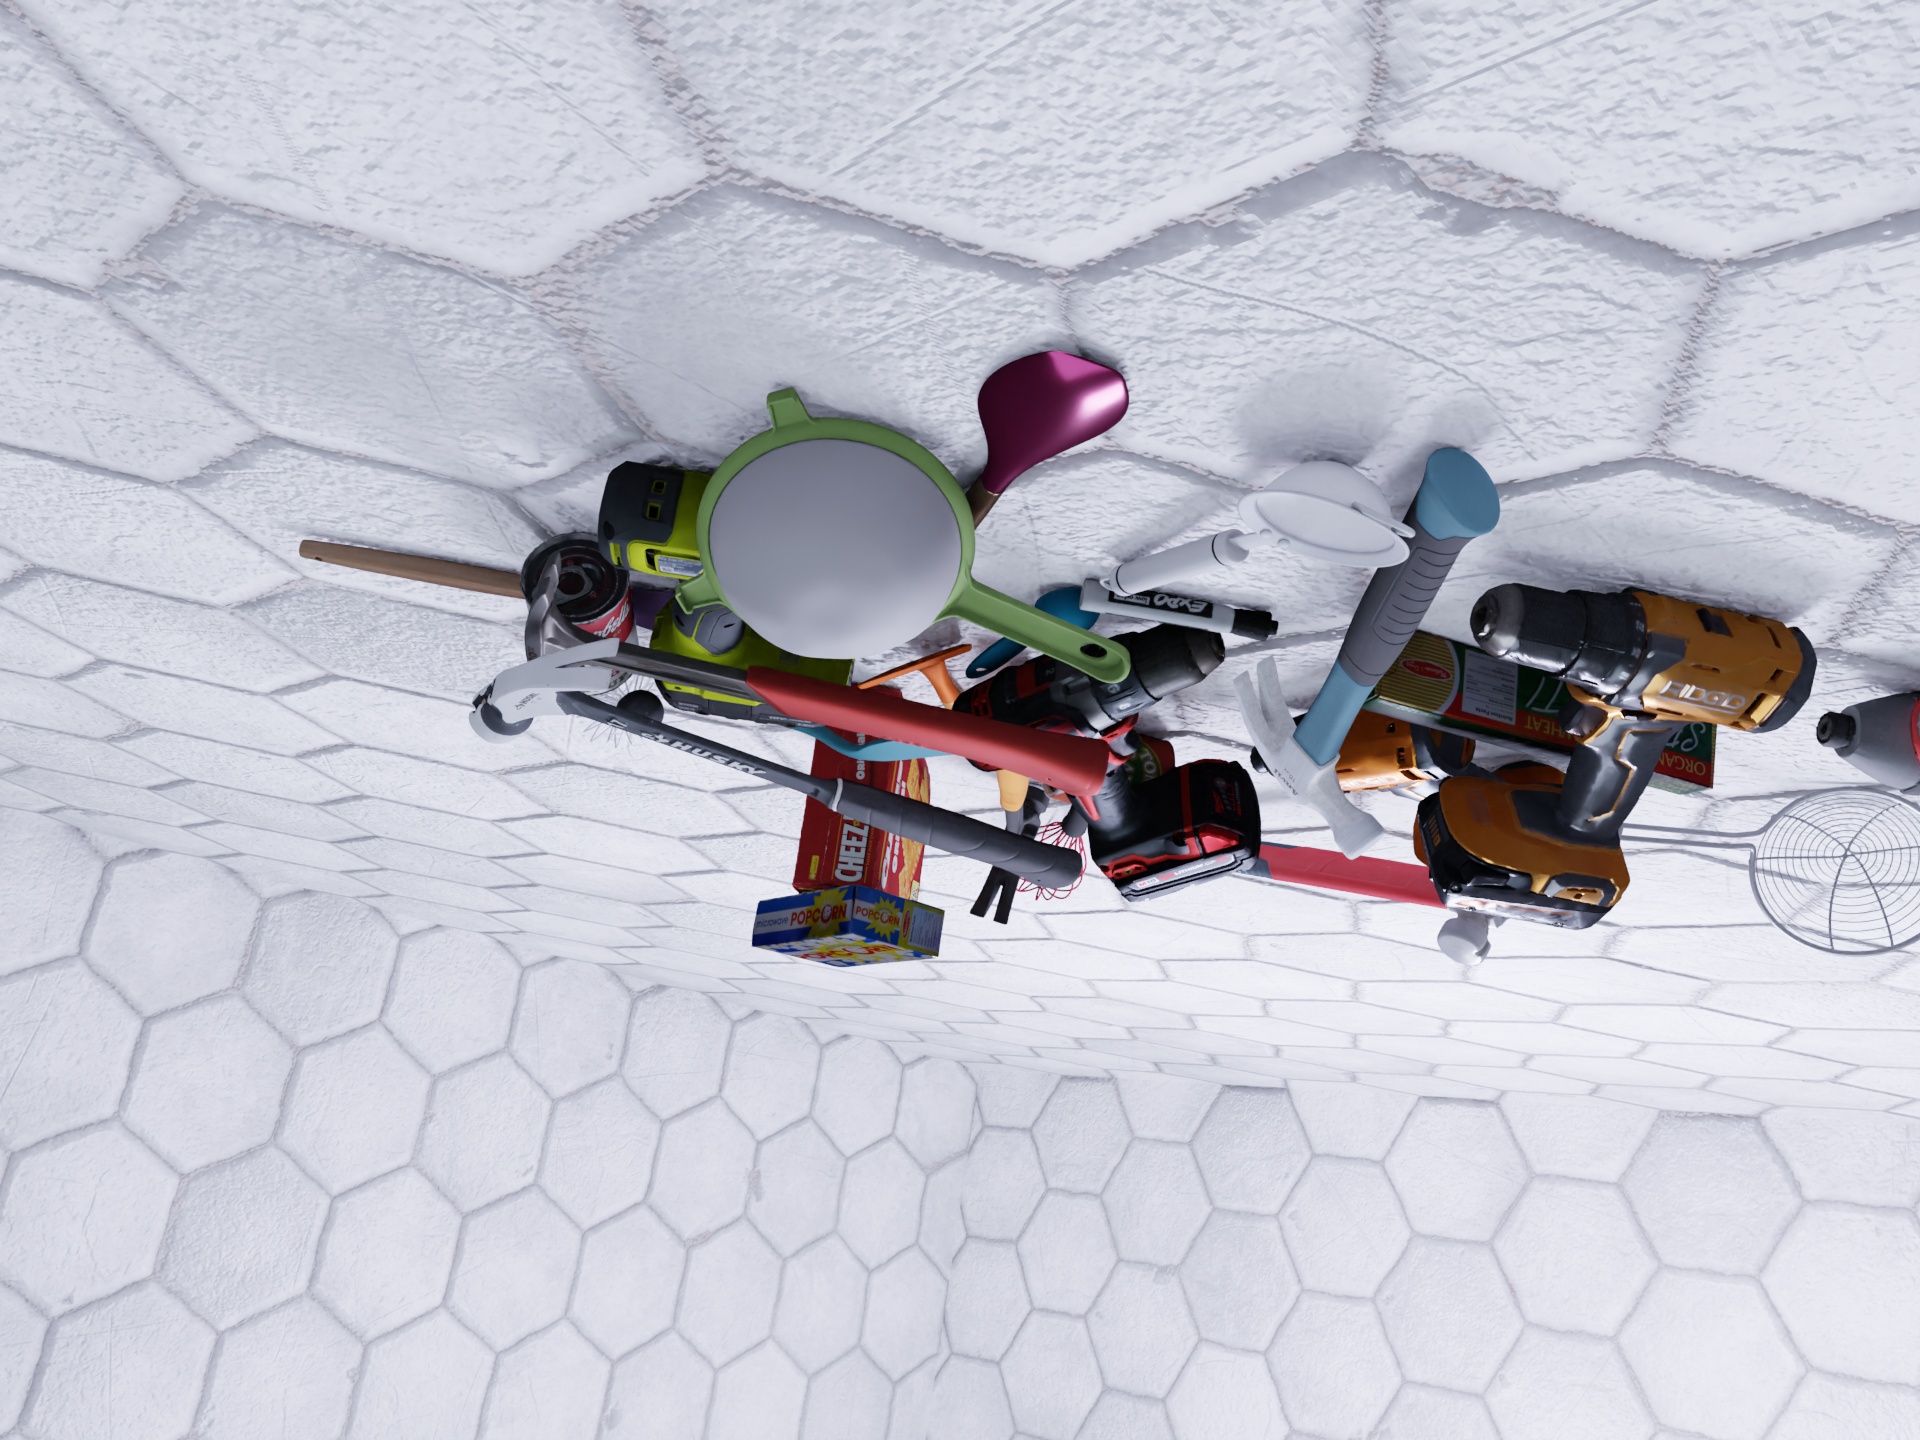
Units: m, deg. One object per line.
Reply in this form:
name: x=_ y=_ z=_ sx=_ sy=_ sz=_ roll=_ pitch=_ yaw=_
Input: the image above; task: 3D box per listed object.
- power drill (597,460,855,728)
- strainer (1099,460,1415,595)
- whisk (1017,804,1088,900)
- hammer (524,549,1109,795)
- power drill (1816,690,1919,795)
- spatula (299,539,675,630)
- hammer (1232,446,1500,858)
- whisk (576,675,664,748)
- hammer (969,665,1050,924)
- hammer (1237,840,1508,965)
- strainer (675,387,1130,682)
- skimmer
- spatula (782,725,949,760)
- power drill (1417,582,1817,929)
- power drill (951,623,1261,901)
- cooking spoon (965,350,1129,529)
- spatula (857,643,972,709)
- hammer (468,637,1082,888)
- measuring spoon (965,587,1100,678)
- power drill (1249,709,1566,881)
power drill: x=-0.123 y=-0.074 z=0.979 sx=0.171 sy=0.080 sz=0.223 roll=9 pitch=158 yaw=-2
strainer: x=0.148 y=-0.096 z=0.840 sx=0.086 sy=0.050 sz=0.258 roll=25 pitch=163 yaw=-25
whisk: x=0.099 y=0.102 z=1.445 sx=0.073 sy=0.073 sz=0.295 roll=11 pitch=155 yaw=-5
hammer: x=-0.081 y=-0.015 z=0.964 sx=0.359 sy=0.037 sz=0.149 roll=13 pitch=154 yaw=-8
power drill: x=0.574 y=-0.006 z=0.849 sx=0.143 sy=0.079 sz=0.219 roll=9 pitch=165 yaw=2
spatula: x=-0.299 y=-0.091 z=1.106 sx=0.316 sy=0.018 sz=0.059 roll=10 pitch=152 yaw=-4
hammer: x=0.228 y=-0.037 z=0.889 sx=0.033 sy=0.128 sz=0.330 roll=-32 pitch=159 yaw=-18
whisk: x=-0.243 y=-0.007 z=1.155 sx=0.070 sy=0.070 sz=0.285 roll=15 pitch=178 yaw=-16
hammer: x=0.039 y=0.053 z=1.251 sx=0.034 sy=0.127 sz=0.336 roll=17 pitch=157 yaw=10
hammer: x=0.285 y=0.109 z=1.340 sx=0.386 sy=0.143 sz=0.038 roll=7 pitch=137 yaw=44
strainer: x=-0.020 y=-0.059 z=0.851 sx=0.256 sy=0.069 sz=0.151 roll=22 pitch=127 yaw=-16
skimmer: x=0.502 y=0.093 z=1.067 sx=0.363 sy=0.127 sz=0.090 roll=6 pitch=-154 yaw=-21
spatula: x=-0.137 y=-0.019 z=1.152 sx=0.317 sy=0.044 sz=0.082 roll=20 pitch=175 yaw=17
power drill: x=0.344 y=0.016 z=0.914 sx=0.185 sy=0.084 sz=0.226 roll=11 pitch=134 yaw=-10
power drill: x=0.126 y=0.022 z=1.076 sx=0.188 sy=0.080 sz=0.226 roll=-22 pitch=136 yaw=26
cooking spoon: x=0.011 y=-0.120 z=0.866 sx=0.068 sy=0.017 sz=0.319 roll=15 pitch=161 yaw=-13
spatula: x=-0.002 y=-0.004 z=1.188 sx=0.081 sy=0.041 sz=0.322 roll=-19 pitch=159 yaw=6
hammer: x=-0.090 y=0.039 z=1.000 sx=0.408 sy=0.036 sz=0.149 roll=21 pitch=156 yaw=-29
measuring spoon: x=0.043 y=-0.047 z=1.021 sx=0.042 sy=0.021 sz=0.128 roll=14 pitch=149 yaw=-32
power drill: x=0.324 y=0.048 z=1.129 sx=0.226 sy=0.084 sz=0.164 roll=28 pitch=155 yaw=-35
